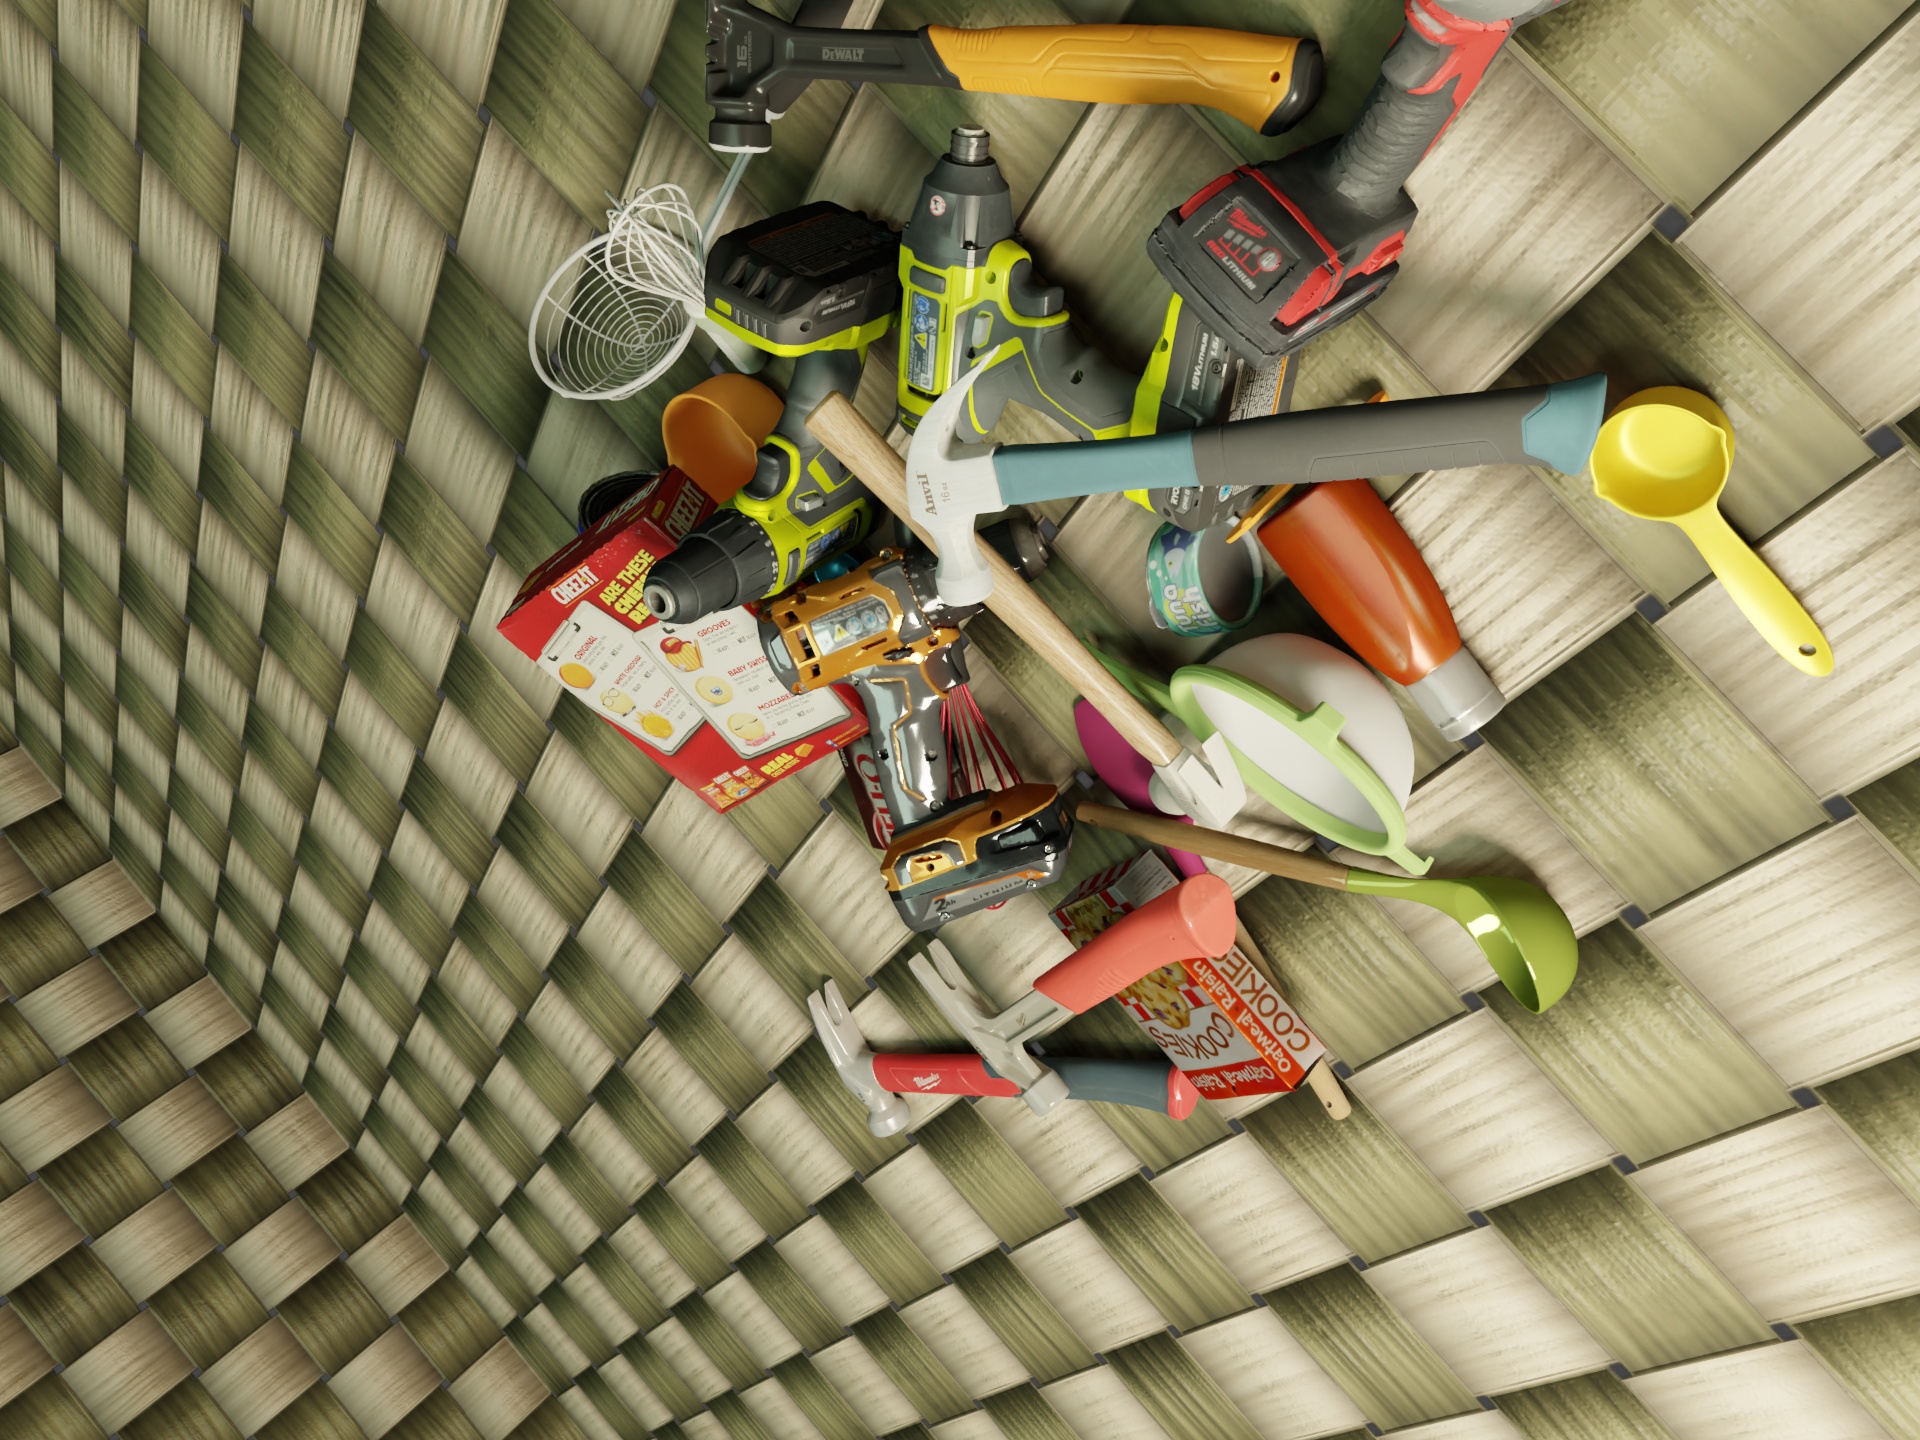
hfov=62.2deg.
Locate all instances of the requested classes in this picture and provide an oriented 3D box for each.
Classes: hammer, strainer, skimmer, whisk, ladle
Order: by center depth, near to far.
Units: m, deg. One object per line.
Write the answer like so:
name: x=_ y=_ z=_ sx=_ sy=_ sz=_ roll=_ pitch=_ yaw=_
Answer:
hammer: x=0.125 y=-0.123 z=0.745 sx=0.331 sy=0.033 sz=0.128 roll=-1 pitch=121 yaw=25
hammer: x=0.014 y=-0.335 z=0.785 sx=0.337 sy=0.034 sz=0.127 roll=15 pitch=115 yaw=26
hammer: x=0.039 y=-0.058 z=0.893 sx=0.331 sy=0.031 sz=0.130 roll=44 pitch=173 yaw=-10
strainer: x=0.161 y=-0.017 z=0.894 sx=0.257 sy=0.069 sz=0.151 roll=31 pitch=168 yaw=49
ladle: x=0.197 y=0.095 z=0.925 sx=0.320 sy=0.062 sz=0.078 roll=13 pitch=144 yaw=36
whisk: x=-0.154 y=-0.249 z=0.931 sx=0.058 sy=0.059 sz=0.246 roll=39 pitch=180 yaw=10
skimmer: x=-0.162 y=-0.328 z=0.948 sx=0.363 sy=0.090 sz=0.127 roll=-44 pitch=53 yaw=48
hammer: x=0.072 y=0.160 z=1.021 sx=0.149 sy=0.037 sz=0.359 roll=50 pitch=151 yaw=6
whisk: x=-0.001 y=-0.007 z=1.053 sx=0.073 sy=0.073 sz=0.295 roll=5 pitch=116 yaw=42
hammer: x=0.027 y=0.264 z=1.238 sx=0.386 sy=0.038 sz=0.143 roll=-13 pitch=107 yaw=48

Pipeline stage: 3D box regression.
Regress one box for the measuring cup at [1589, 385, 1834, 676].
measuring cup: x=0.340 y=-0.083 z=0.703 sx=0.156 sy=0.029 sz=0.062 roll=47 pitch=141 yaw=-11

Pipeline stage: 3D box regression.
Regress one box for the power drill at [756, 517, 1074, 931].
power drill: x=-0.002 y=-0.003 z=0.988 sx=0.185 sy=0.084 sz=0.226 roll=-22 pitch=97 yaw=13

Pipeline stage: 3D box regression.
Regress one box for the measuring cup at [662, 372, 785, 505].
measuring cup: x=-0.132 y=-0.154 z=1.080 sx=0.095 sy=0.052 sz=0.173 roll=-3 pitch=123 yaw=45

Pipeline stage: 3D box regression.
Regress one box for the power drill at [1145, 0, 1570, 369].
power drill: x=0.175 y=-0.251 z=0.642 sx=0.078 sy=0.143 sz=0.219 roll=49 pitch=143 yaw=8

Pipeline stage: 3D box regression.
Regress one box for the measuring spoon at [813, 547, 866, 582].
measuring spoon: x=-0.067 y=-0.070 z=1.107 sx=0.042 sy=0.021 sz=0.128 roll=6 pitch=131 yaw=29

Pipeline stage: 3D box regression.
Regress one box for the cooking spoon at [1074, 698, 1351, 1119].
cooking spoon: x=0.164 y=0.120 z=1.016 sx=0.069 sy=0.017 sz=0.319 roll=-26 pitch=97 yaw=50

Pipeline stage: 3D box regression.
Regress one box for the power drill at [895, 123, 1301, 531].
power drill: x=0.061 y=-0.205 z=0.836 sx=0.223 sy=0.080 sz=0.171 roll=29 pitch=130 yaw=30

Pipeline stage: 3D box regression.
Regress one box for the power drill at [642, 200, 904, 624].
power drill: x=-0.107 y=-0.171 z=0.936 sx=0.080 sy=0.190 sz=0.228 roll=31 pitch=131 yaw=19

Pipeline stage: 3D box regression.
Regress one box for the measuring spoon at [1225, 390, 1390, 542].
measuring spoon: x=0.177 y=-0.125 z=0.811 sx=0.011 sy=0.021 sz=0.117 roll=39 pitch=129 yaw=-9
